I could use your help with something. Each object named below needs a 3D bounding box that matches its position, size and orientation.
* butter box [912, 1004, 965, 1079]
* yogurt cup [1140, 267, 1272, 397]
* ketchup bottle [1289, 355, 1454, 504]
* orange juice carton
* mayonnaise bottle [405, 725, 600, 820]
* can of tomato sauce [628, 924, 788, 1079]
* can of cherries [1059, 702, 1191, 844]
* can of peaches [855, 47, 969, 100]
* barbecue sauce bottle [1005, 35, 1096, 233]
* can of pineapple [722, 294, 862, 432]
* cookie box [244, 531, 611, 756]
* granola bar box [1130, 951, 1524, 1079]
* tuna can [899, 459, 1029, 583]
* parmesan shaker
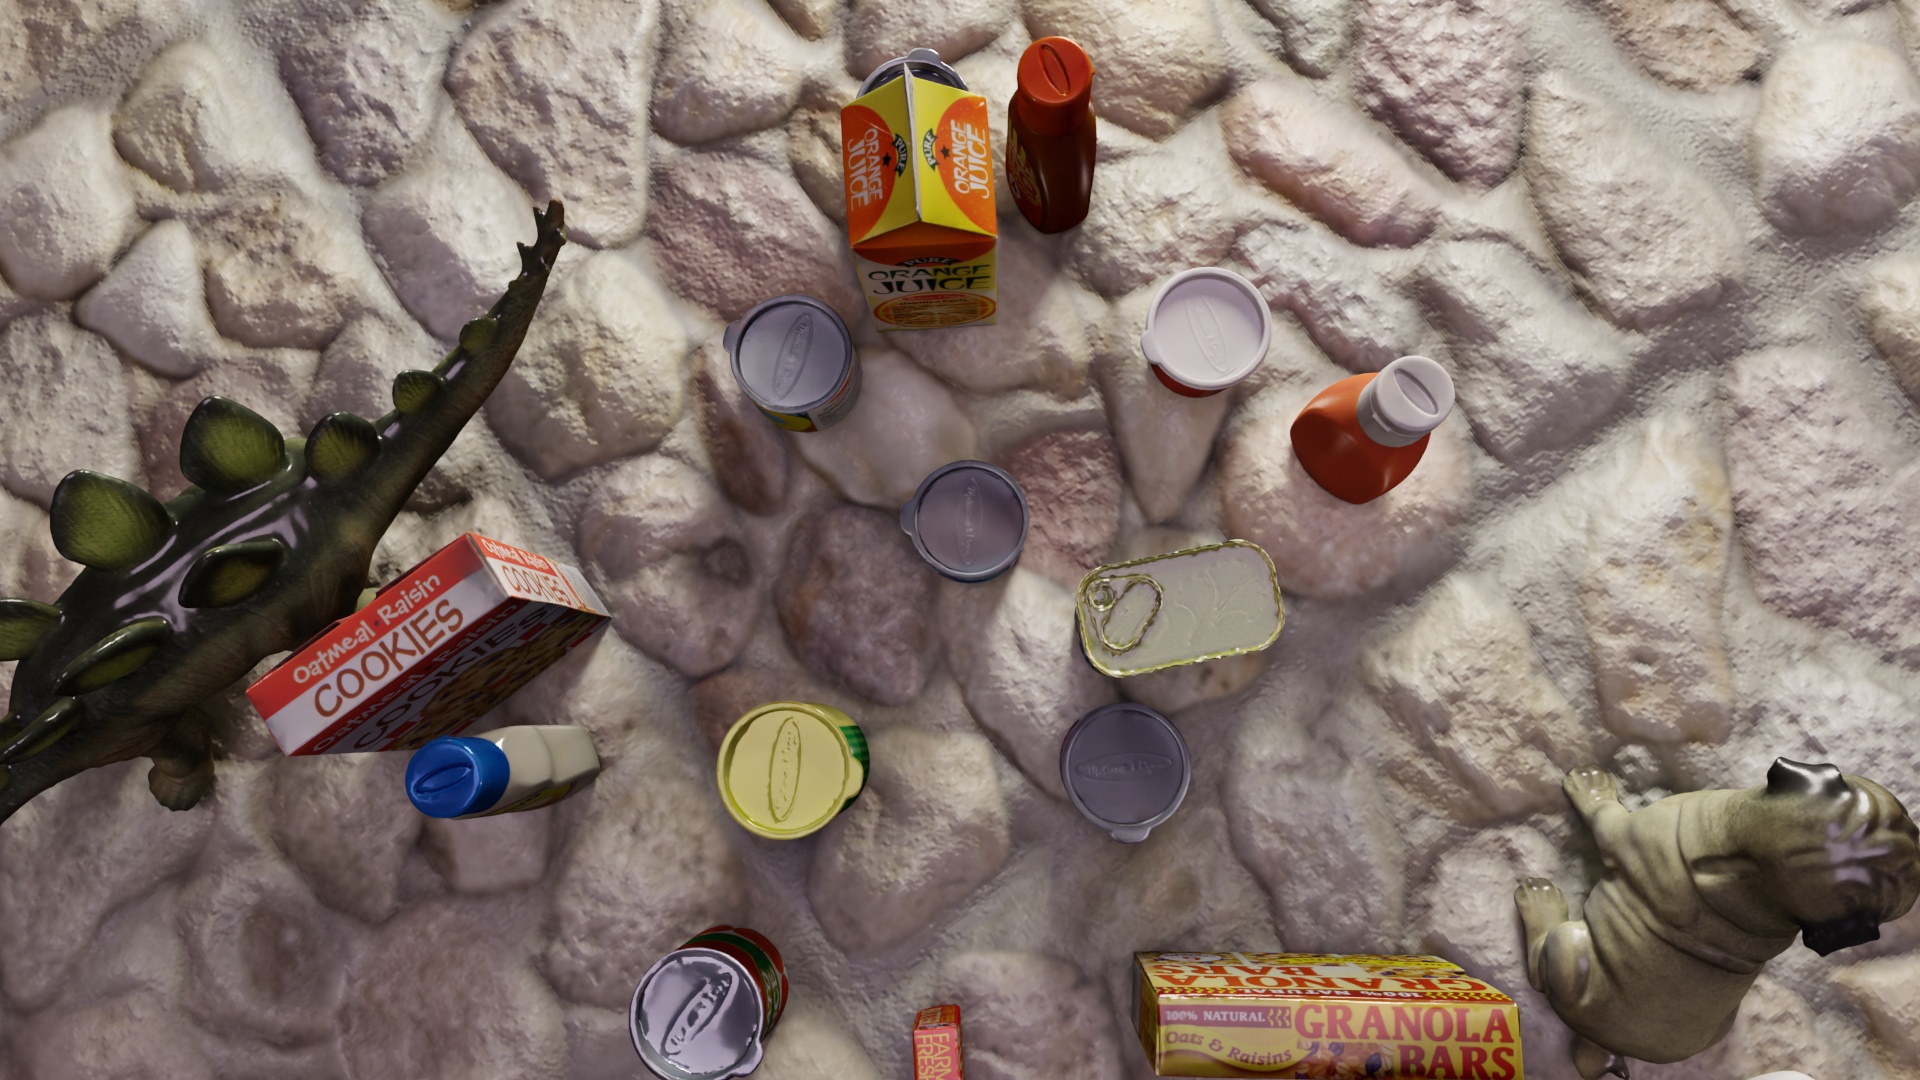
[{"bbox_3d":[-0.009,0.298,0.718,0.024,0.053,0.103,-4,82,1],"label":"butter box"},{"bbox_3d":[0.134,-0.111,0.769,0.072,0.054,0.072,0,82,2],"label":"yogurt cup"},{"bbox_3d":[0.211,-0.058,0.712,0.043,0.148,0.065,-41,83,-3],"label":"ketchup bottle"},{"bbox_3d":[-0.019,-0.168,0.711,0.073,0.192,0.072,-4,83,1],"label":"orange juice carton"},{"bbox_3d":[-0.232,0.117,0.701,0.065,0.148,0.041,-23,83,-1],"label":"mayonnaise bottle"},{"bbox_3d":[-0.125,0.237,0.714,0.071,0.083,0.071,0,83,2],"label":"can of tomato sauce"},{"bbox_3d":[0.085,0.122,0.736,0.071,0.058,0.071,0,82,2],"label":"can of cherries"},{"bbox_3d":[-0.024,-0.233,0.788,0.071,0.058,0.071,0,82,2],"label":"can of peaches"},{"bbox_3d":[0.048,-0.217,0.738,0.044,0.148,0.065,-23,83,-1],"label":"barbecue sauce bottle"},{"bbox_3d":[-0.091,-0.098,0.772,0.071,0.058,0.071,0,82,2],"label":"can of pineapple"},{"bbox_3d":[-0.258,0.055,0.700,0.123,0.167,0.040,-37,83,-3],"label":"cookie box"},{"bbox_3d":[0.172,0.232,0.686,0.166,0.124,0.039,0,83,2],"label":"granola bar box"},{"bbox_3d":[0.003,-0.010,0.770,0.071,0.033,0.071,0,82,2],"label":"tuna can"},{"bbox_3d":[-0.081,0.117,0.719,0.071,0.103,0.071,0,83,2],"label":"parmesan shaker"}]
